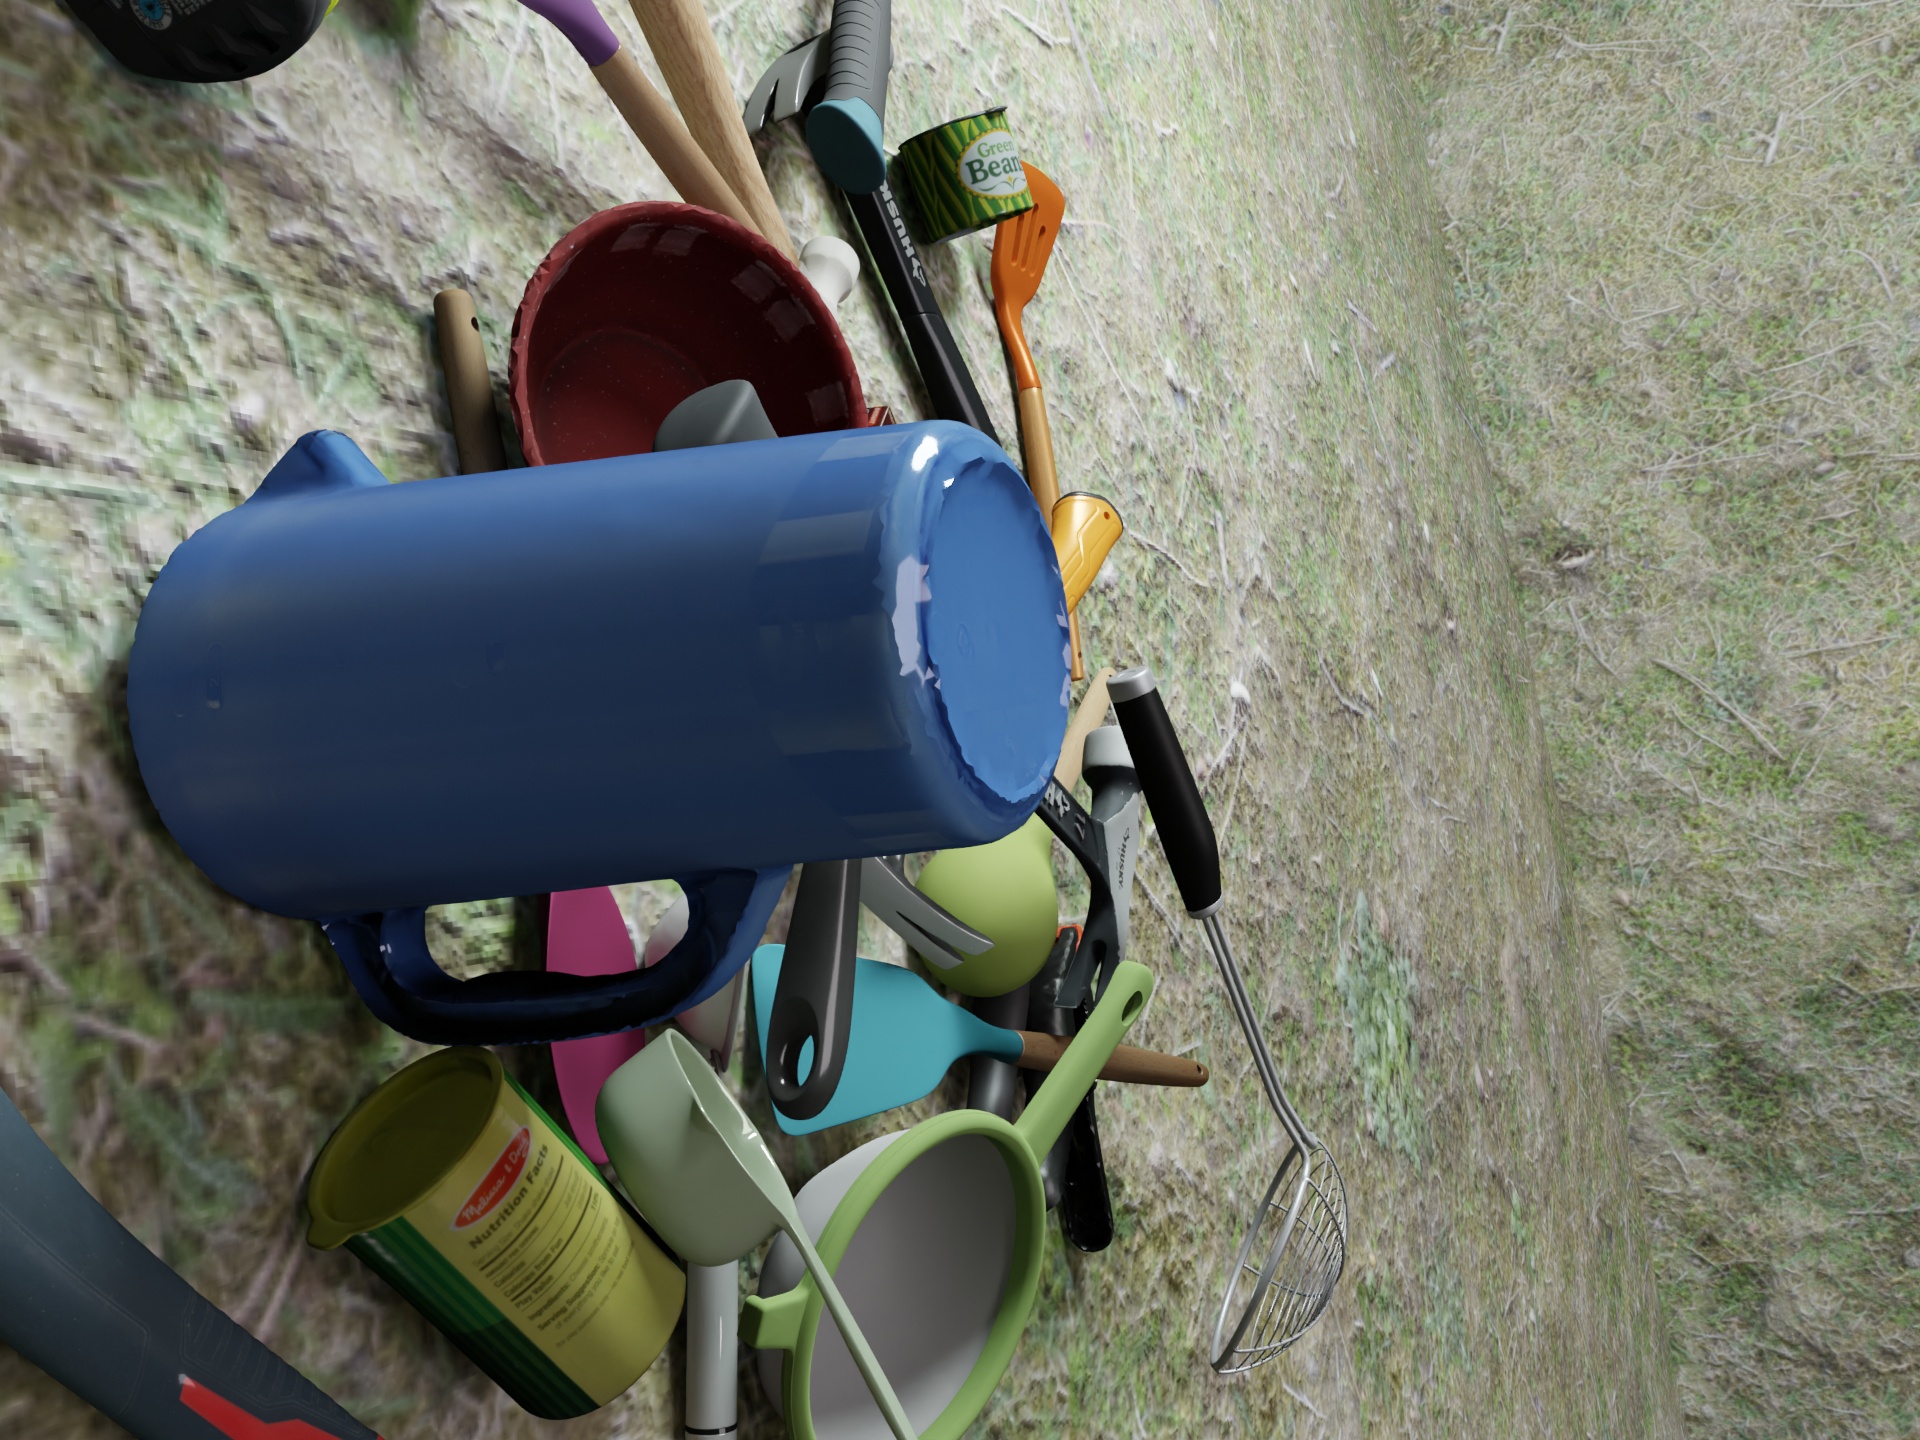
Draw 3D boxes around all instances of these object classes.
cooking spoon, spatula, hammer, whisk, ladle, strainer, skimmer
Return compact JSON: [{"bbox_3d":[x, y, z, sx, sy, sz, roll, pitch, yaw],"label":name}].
[{"bbox_3d":[-0.155,0.000,0.574,0.068,0.017,0.319,-1,79,-75],"label":"cooking spoon"},{"bbox_3d":[0.055,-0.185,0.993,0.081,0.041,0.323,3,77,-61],"label":"spatula"},{"bbox_3d":[0.030,0.160,0.761,0.317,0.044,0.082,22,46,-49],"label":"spatula"},{"bbox_3d":[0.022,-0.023,0.814,0.127,0.034,0.337,47,41,-10],"label":"hammer"},{"bbox_3d":[-0.047,0.014,0.656,0.073,0.073,0.296,35,54,-50],"label":"whisk"},{"bbox_3d":[0.010,0.198,0.763,0.055,0.055,0.239,53,32,-36],"label":"whisk"},{"bbox_3d":[-0.173,0.230,0.433,0.386,0.038,0.143,58,36,-30],"label":"hammer"},{"bbox_3d":[-0.018,-0.210,0.881,0.334,0.035,0.146,66,30,-20],"label":"hammer"},{"bbox_3d":[-0.114,-0.276,0.660,0.331,0.031,0.130,68,27,-48],"label":"hammer"},{"bbox_3d":[-0.001,-0.002,0.639,0.408,0.036,0.149,46,46,-55],"label":"hammer"},{"bbox_3d":[0.046,0.044,0.896,0.078,0.062,0.320,46,28,-8],"label":"ladle"},{"bbox_3d":[-0.120,-0.230,0.602,0.315,0.018,0.060,49,42,-49],"label":"spatula"},{"bbox_3d":[-0.094,0.157,0.597,0.087,0.050,0.258,142,-51,-74],"label":"strainer"},{"bbox_3d":[-0.051,-0.389,0.836,0.128,0.033,0.331,36,40,-37],"label":"hammer"},{"bbox_3d":[0.113,0.152,0.790,0.363,0.090,0.127,69,24,-12],"label":"skimmer"},{"bbox_3d":[-0.006,0.188,0.662,0.256,0.069,0.151,-48,133,-35],"label":"strainer"}]

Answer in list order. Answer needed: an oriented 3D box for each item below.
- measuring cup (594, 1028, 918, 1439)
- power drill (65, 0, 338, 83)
[{"bbox_3d":[-0.066,0.179,0.513,0.168,0.038,0.083,55,-7,17],"label":"measuring cup"},{"bbox_3d":[-0.230,-0.328,0.515,0.190,0.080,0.229,57,32,-34],"label":"power drill"}]
